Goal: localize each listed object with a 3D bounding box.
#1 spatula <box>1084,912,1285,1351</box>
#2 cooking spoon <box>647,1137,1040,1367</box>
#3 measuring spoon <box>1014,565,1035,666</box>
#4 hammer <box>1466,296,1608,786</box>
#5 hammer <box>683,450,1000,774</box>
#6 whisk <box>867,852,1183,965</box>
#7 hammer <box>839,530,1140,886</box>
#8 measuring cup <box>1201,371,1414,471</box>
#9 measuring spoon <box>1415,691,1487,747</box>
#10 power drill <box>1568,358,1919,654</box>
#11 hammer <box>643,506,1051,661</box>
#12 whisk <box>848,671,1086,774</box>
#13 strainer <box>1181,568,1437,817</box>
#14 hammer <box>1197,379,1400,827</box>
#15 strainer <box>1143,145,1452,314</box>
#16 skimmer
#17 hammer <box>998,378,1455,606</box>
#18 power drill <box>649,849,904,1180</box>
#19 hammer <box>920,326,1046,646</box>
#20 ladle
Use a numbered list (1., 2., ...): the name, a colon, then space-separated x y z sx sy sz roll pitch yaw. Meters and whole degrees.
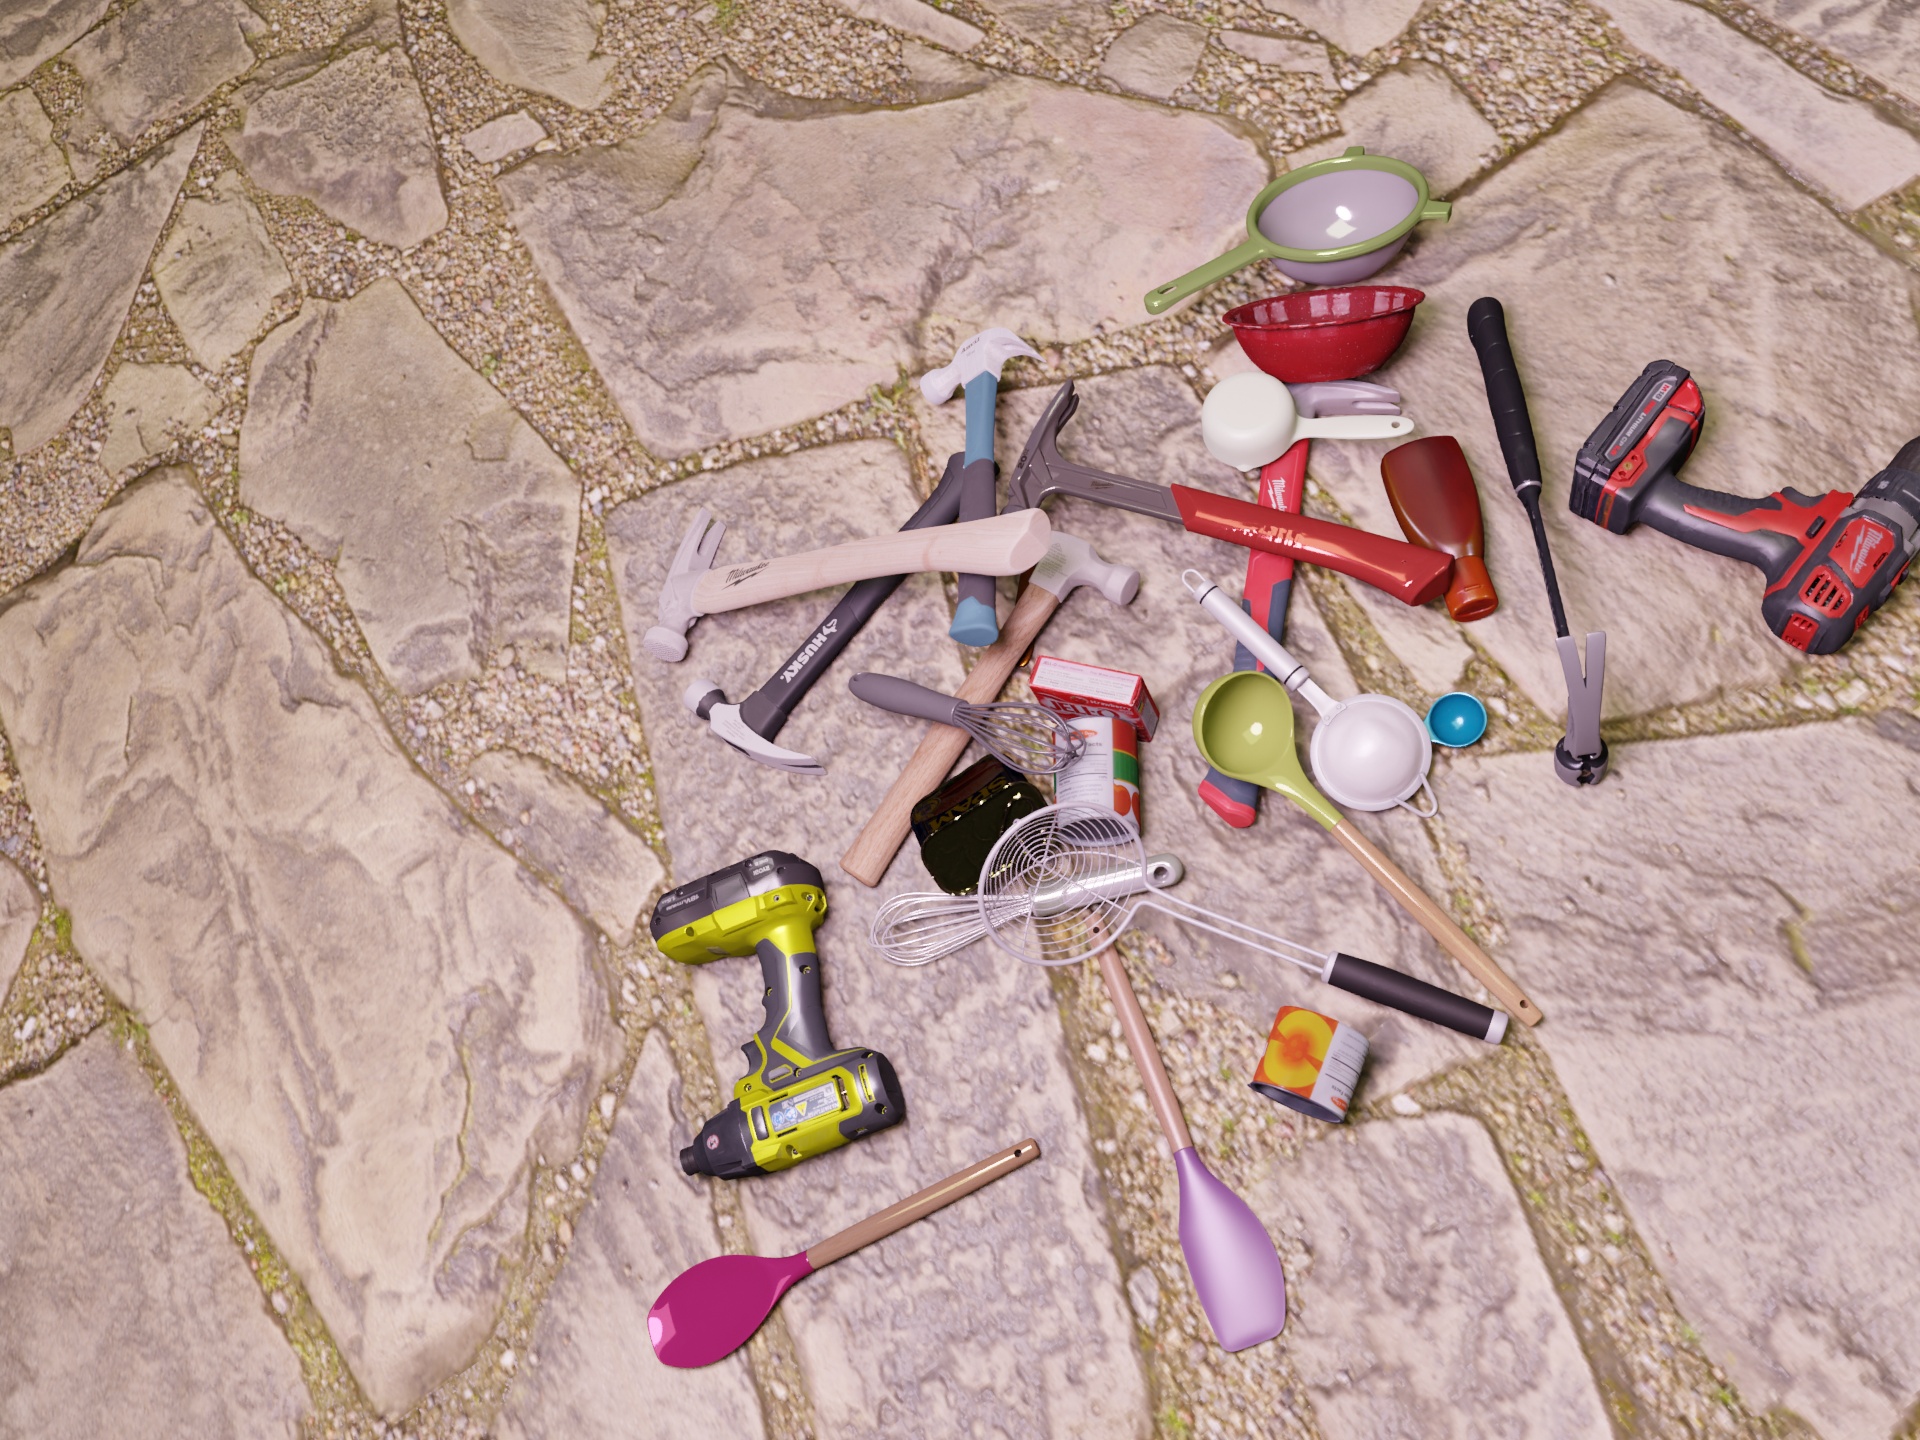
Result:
1. spatula: 0.149 0.277 1.117 0.060 0.018 0.316 -24 62 6
2. cooking spoon: -0.085 0.378 1.148 0.319 0.017 0.069 -28 61 5
3. measuring spoon: 0.054 -0.098 1.330 0.021 0.011 0.117 -3 65 18
4. hammer: 0.423 -0.161 1.180 0.036 0.149 0.409 -9 56 14
5. hammer: -0.081 -0.100 1.364 0.146 0.035 0.335 36 80 30
6. whisk: 0.048 0.139 1.202 0.246 0.059 0.057 -15 100 7
7. hammer: 0.005 -0.013 1.288 0.130 0.031 0.331 30 80 26
8. measuring cup: 0.274 -0.242 1.264 0.167 0.038 0.083 4 67 19
9. measuring spoon: 0.329 0.019 1.183 0.128 0.021 0.042 -25 65 17
10. power drill: 0.583 -0.172 1.151 0.227 0.080 0.188 37 81 26
11. hammer: -0.097 -0.135 1.306 0.411 0.038 0.146 -5 58 39
12. whisk: -0.002 -0.003 1.232 0.239 0.055 0.055 17 72 40
13. strainer: 0.254 -0.025 1.177 0.087 0.050 0.259 -44 71 3
14. hammer: 0.256 -0.100 1.248 0.143 0.038 0.387 4 67 19
15. strainer: 0.275 -0.387 1.345 0.256 0.069 0.152 -27 45 -3
16. skimmer: 0.192 0.157 1.098 0.363 0.090 0.127 19 104 17
17. hammer: 0.210 -0.167 1.250 0.359 0.036 0.149 18 73 25
18. power drill: -0.154 0.227 1.211 0.171 0.080 0.223 -23 64 7
19. hammer: 0.014 -0.196 1.306 0.128 0.033 0.331 -29 45 36
20. ladle: 0.285 0.089 1.114 0.078 0.062 0.320 -40 70 -10
